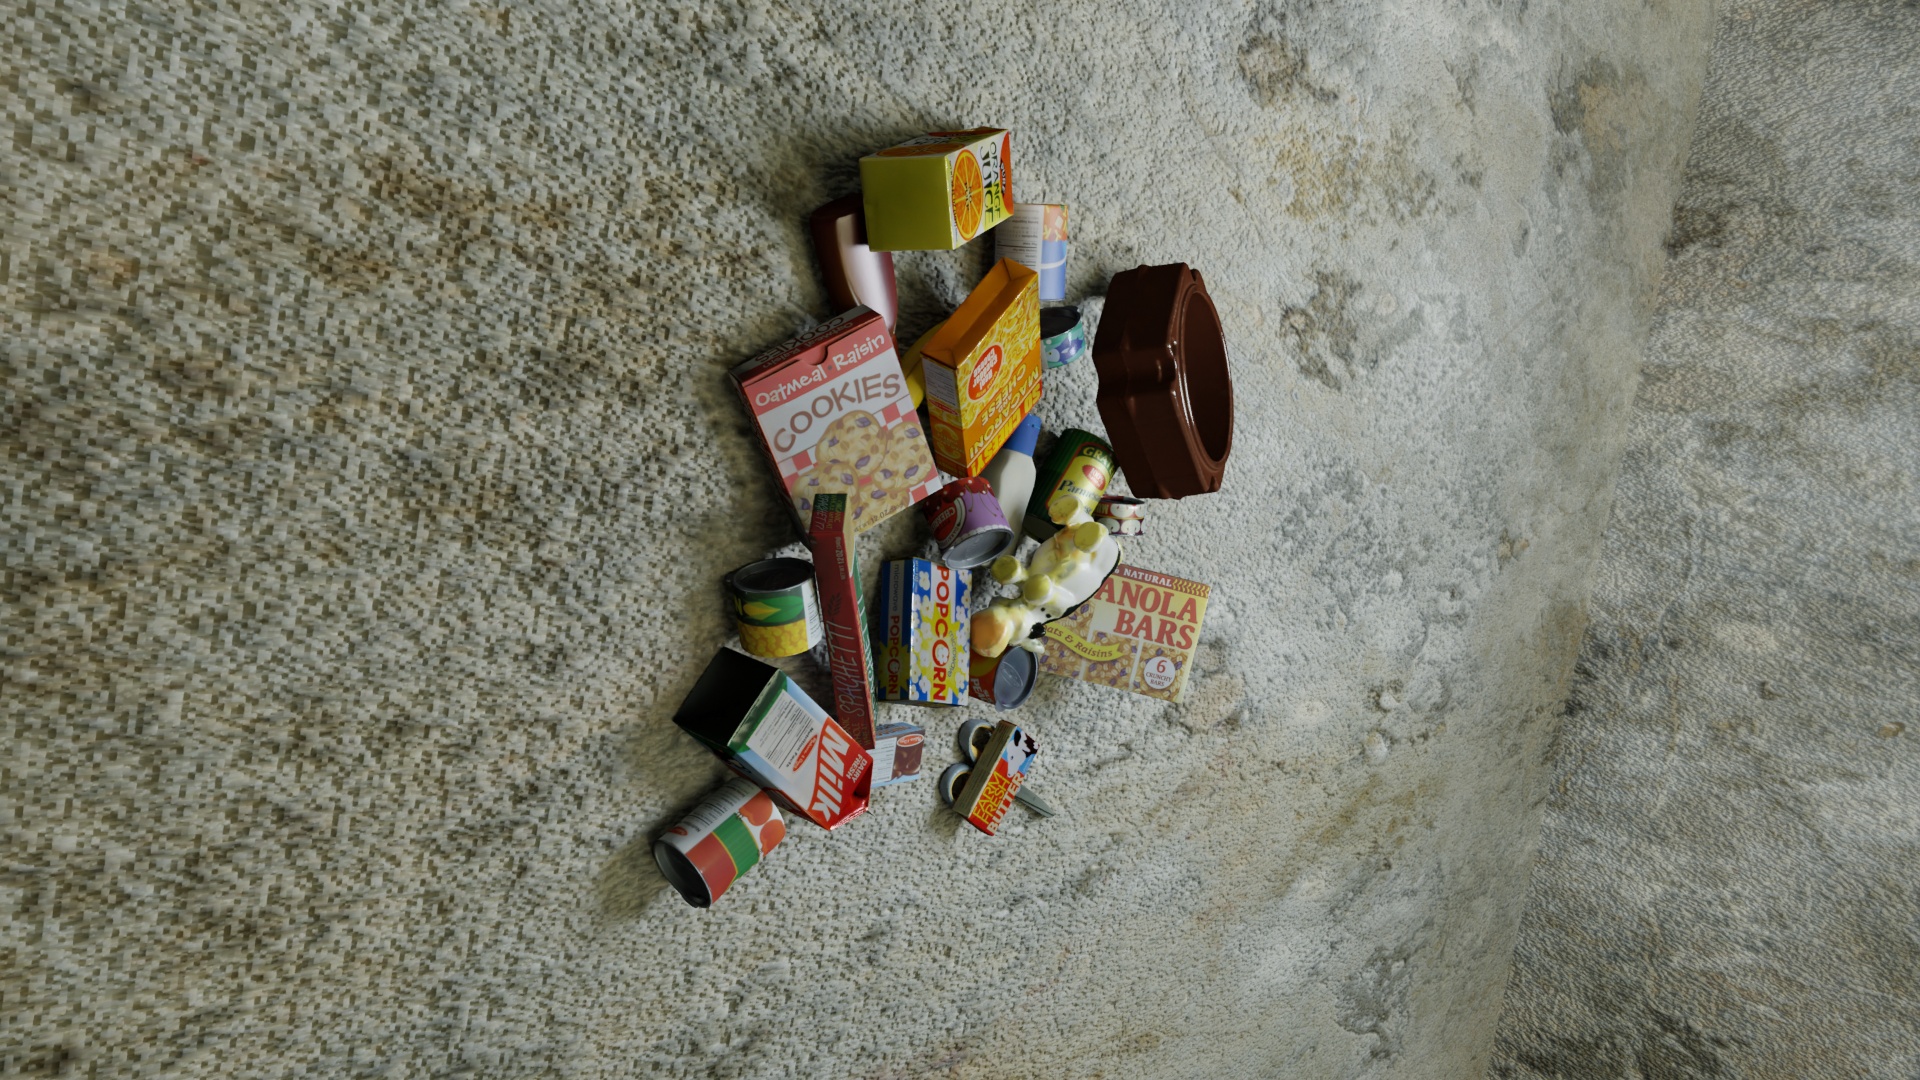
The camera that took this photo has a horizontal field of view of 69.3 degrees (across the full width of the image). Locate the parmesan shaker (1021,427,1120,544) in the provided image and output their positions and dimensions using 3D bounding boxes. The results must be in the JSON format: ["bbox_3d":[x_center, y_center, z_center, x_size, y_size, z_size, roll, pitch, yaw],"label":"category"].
[{"bbox_3d":[0.105,-0.047,1.351,0.103,0.071,0.071,-59,138,-18],"label":"parmesan shaker"}]

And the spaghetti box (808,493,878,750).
[{"bbox_3d":[-0.093,0.073,1.133,0.050,0.029,0.248,-88,175,-51],"label":"spaghetti box"}]

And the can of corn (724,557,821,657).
[{"bbox_3d":[-0.147,0.053,1.094,0.071,0.071,0.058,-26,121,-42],"label":"can of corn"}]

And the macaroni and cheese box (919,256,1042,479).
[{"bbox_3d":[0.021,-0.144,1.201,0.124,0.040,0.165,-52,158,-24],"label":"macaroni and cheese box"}]

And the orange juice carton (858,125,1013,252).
[{"bbox_3d":[-0.008,-0.287,1.118,0.193,0.073,0.071,-48,137,-59],"label":"orange juice carton"}]

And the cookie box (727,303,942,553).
[{"bbox_3d":[-0.095,-0.086,1.099,0.123,0.040,0.166,-30,125,-16],"label":"cookie box"}]

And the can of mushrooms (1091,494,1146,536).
[{"bbox_3d":[0.154,-0.026,1.417,0.071,0.071,0.033,-7,107,-48],"label":"can of mushrooms"}]

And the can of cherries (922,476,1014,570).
[{"bbox_3d":[0.004,-0.015,1.230,0.071,0.058,0.071,-20,156,-9],"label":"can of cherries"}]

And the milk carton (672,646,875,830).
[{"bbox_3d":[-0.139,0.173,1.132,0.074,0.072,0.190,-58,136,-20],"label":"milk carton"}]

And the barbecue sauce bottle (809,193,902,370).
[{"bbox_3d":[-0.078,-0.198,1.113,0.065,0.043,0.147,-41,130,-42],"label":"barbecue sauce bottle"}]

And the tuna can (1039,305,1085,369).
[{"bbox_3d":[0.083,-0.188,1.284,0.071,0.071,0.032,-40,130,-34],"label":"tuna can"}]

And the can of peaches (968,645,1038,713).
[{"bbox_3d":[0.031,0.124,1.324,0.071,0.058,0.071,-19,116,-45],"label":"can of peaches"}]

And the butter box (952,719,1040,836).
[{"bbox_3d":[0.035,0.233,1.362,0.053,0.024,0.104,44,69,-45],"label":"butter box"}]

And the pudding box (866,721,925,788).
[{"bbox_3d":[-0.072,0.194,1.248,0.084,0.030,0.049,-1,101,-49],"label":"pudding box"}]

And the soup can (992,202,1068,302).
[{"bbox_3d":[0.063,-0.258,1.241,0.071,0.071,0.083,-14,111,-46],"label":"soup can"}]

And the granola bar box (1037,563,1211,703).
[{"bbox_3d":[0.155,0.084,1.395,0.166,0.039,0.124,14,90,-9],"label":"granola bar box"}]

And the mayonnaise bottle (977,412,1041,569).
[{"bbox_3d":[0.039,-0.047,1.297,0.065,0.041,0.148,19,85,-51],"label":"mayonnaise bottle"}]

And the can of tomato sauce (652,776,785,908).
[{"bbox_3d":[-0.189,0.239,1.097,0.083,0.071,0.071,-39,128,-36],"label":"can of tomato sauce"}]

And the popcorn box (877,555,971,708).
[{"bbox_3d":[-0.031,0.082,1.230,0.085,0.038,0.127,15,73,-52],"label":"popcorn box"}]
